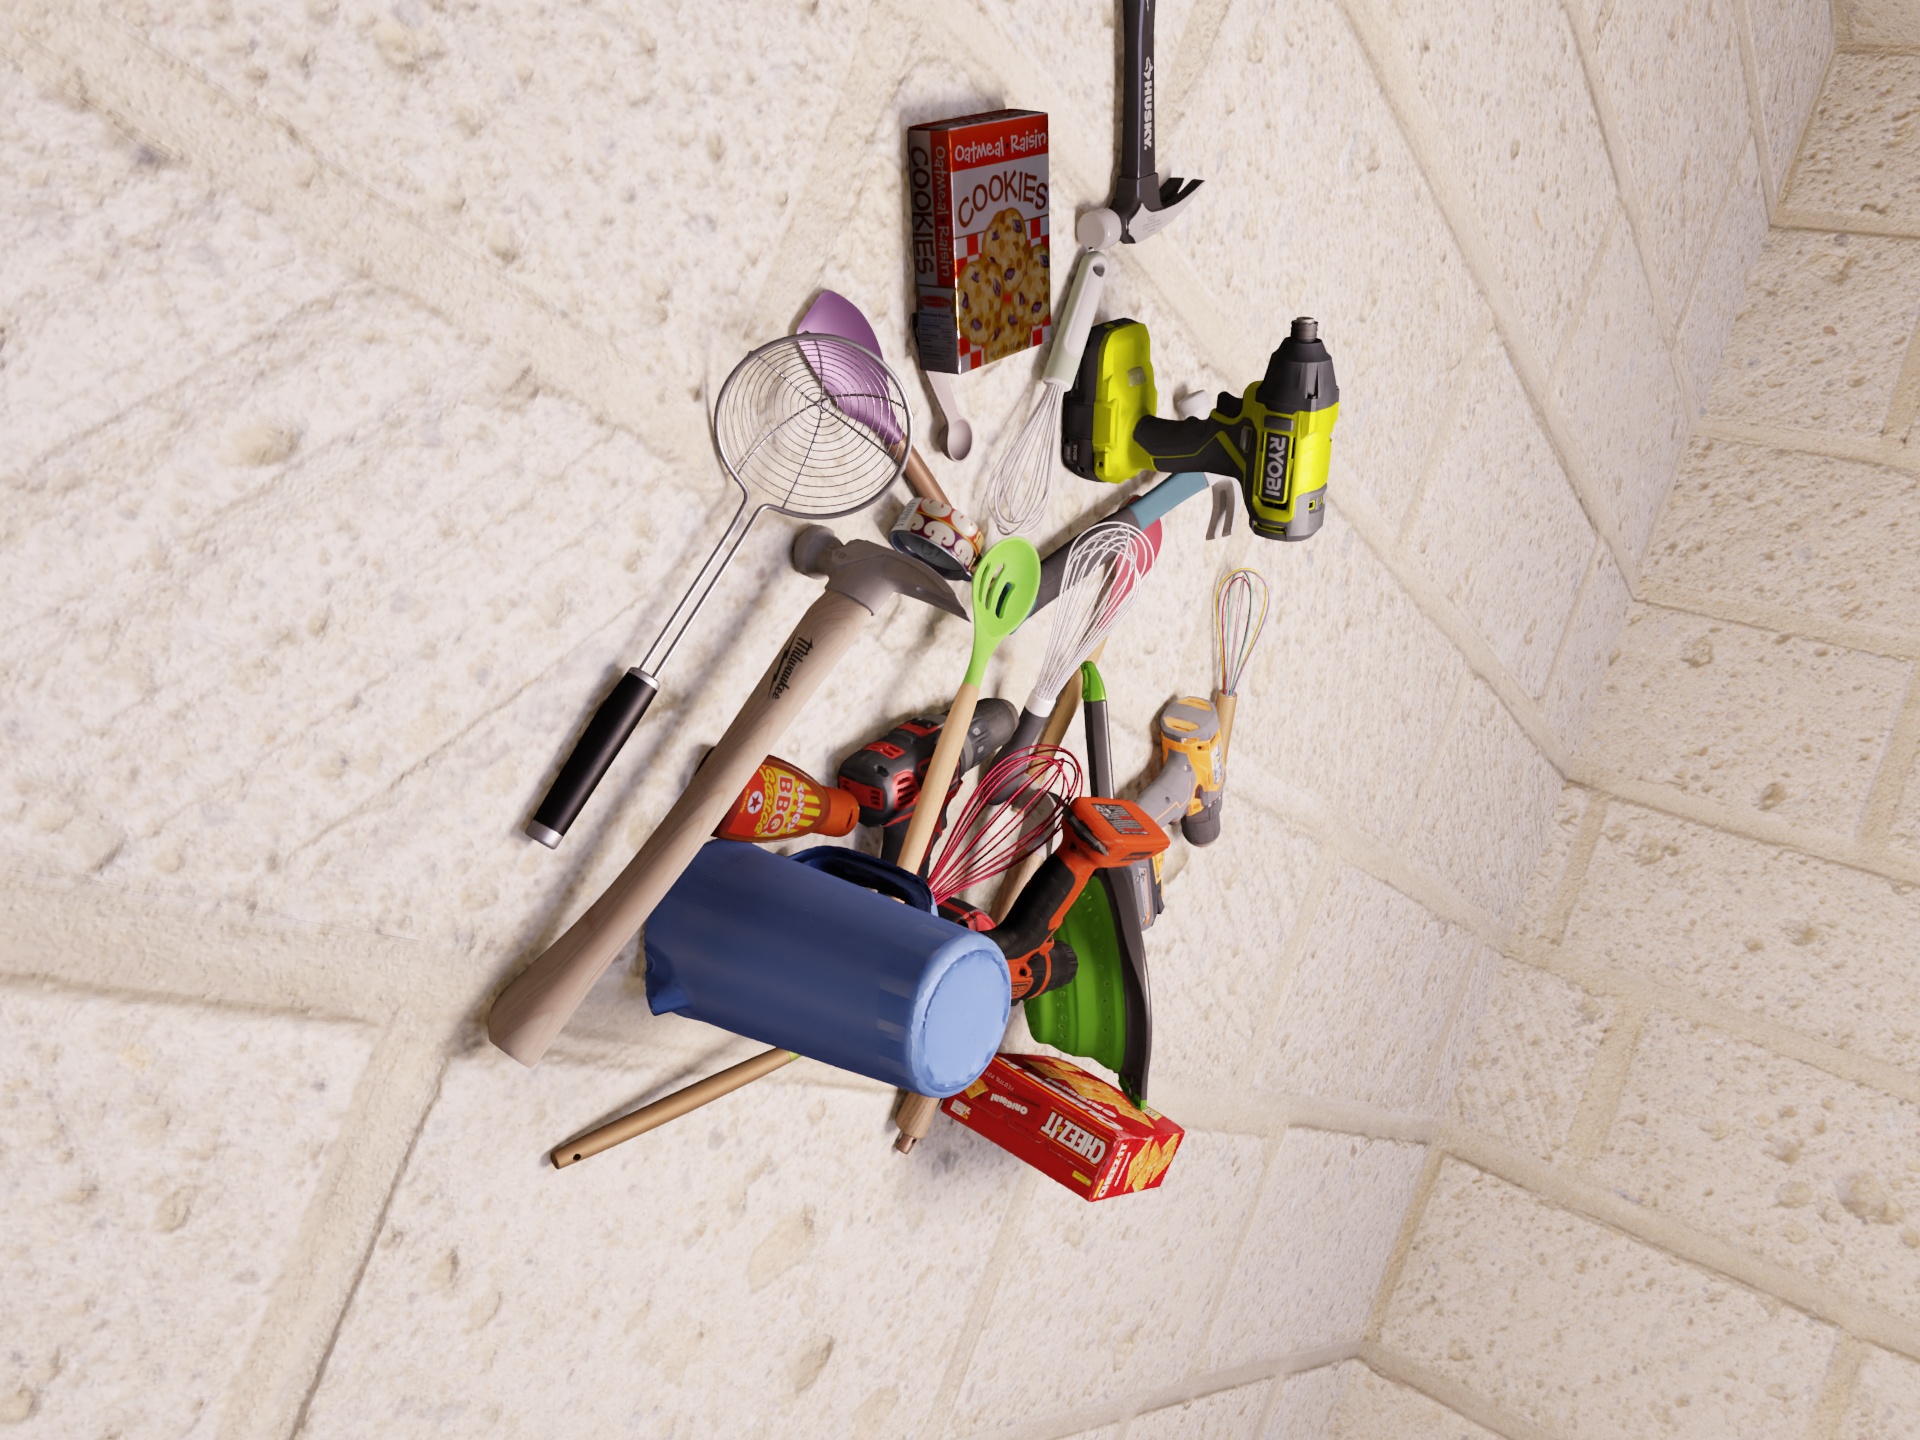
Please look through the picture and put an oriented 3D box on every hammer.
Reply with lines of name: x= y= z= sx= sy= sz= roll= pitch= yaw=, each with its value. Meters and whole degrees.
hammer: x=0.140 y=-0.171 z=1.401 sx=0.331 sy=0.033 sz=0.128 roll=-37 pitch=107 yaw=-34
hammer: x=-0.156 y=0.050 z=1.035 sx=0.411 sy=0.146 sz=0.038 roll=-55 pitch=144 yaw=-15
hammer: x=0.019 y=0.216 z=1.392 sx=0.031 sy=0.130 sz=0.331 roll=18 pitch=100 yaw=-27
hammer: x=0.143 y=-0.549 z=1.243 sx=0.146 sy=0.035 sz=0.334 roll=-33 pitch=130 yaw=-42

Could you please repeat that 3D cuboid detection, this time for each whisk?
whisk: x=-0.015 y=0.124 z=1.203 sx=0.296 sy=0.073 sz=0.073 roll=-44 pitch=139 yaw=-17
whisk: x=0.079 y=-0.042 z=1.331 sx=0.070 sy=0.070 sz=0.284 roll=-14 pitch=137 yaw=-51
whisk: x=0.282 y=-0.049 z=1.685 sx=0.047 sy=0.051 sz=0.244 roll=-12 pitch=122 yaw=-29
whisk: x=0.075 y=-0.263 z=1.278 sx=0.057 sy=0.059 sz=0.246 roll=21 pitch=84 yaw=-29

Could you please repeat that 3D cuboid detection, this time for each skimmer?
skimmer: x=-0.159 y=-0.077 z=0.996 sx=0.127 sy=0.090 sz=0.363 roll=35 pitch=77 yaw=-22

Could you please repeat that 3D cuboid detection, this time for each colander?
colander: x=0.097 y=0.147 z=1.418 sx=0.204 sy=0.094 sz=0.397 roll=-167 pitch=-108 yaw=-84

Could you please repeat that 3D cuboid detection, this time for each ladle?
ladle: x=0.117 y=-0.059 z=1.454 sx=0.069 sy=0.031 sz=0.315 roll=30 pitch=82 yaw=-51
ladle: x=-0.144 y=0.259 z=1.161 sx=0.320 sy=0.062 sz=0.078 roll=-19 pitch=116 yaw=-34

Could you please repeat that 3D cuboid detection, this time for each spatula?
spatula: x=-0.037 y=-0.195 z=1.175 sx=0.060 sy=0.018 sz=0.315 roll=-59 pitch=144 yaw=-19

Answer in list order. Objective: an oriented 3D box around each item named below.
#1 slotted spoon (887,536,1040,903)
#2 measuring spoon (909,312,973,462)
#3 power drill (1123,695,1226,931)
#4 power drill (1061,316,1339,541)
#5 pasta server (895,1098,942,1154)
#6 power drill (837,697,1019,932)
slotted spoon: x=-0.002 y=-0.004 z=1.222 sx=0.070 sy=0.031 sz=0.314 roll=39 pitch=60 yaw=-40
measuring spoon: x=-0.020 y=-0.247 z=1.182 sx=0.034 sy=0.018 sz=0.124 roll=-52 pitch=135 yaw=-35
power drill: x=0.203 y=0.110 z=1.613 sx=0.226 sy=0.084 sz=0.185 roll=-50 pitch=143 yaw=-35
power drill: x=0.197 y=-0.252 z=1.292 sx=0.080 sy=0.223 sz=0.171 roll=-29 pitch=128 yaw=-46
pasta server: x=0.031 y=0.262 z=1.476 sx=0.060 sy=0.040 sz=0.316 roll=46 pitch=68 yaw=-40
power drill: x=-0.017 y=0.098 z=1.298 sx=0.188 sy=0.080 sz=0.226 roll=-28 pitch=124 yaw=-45
